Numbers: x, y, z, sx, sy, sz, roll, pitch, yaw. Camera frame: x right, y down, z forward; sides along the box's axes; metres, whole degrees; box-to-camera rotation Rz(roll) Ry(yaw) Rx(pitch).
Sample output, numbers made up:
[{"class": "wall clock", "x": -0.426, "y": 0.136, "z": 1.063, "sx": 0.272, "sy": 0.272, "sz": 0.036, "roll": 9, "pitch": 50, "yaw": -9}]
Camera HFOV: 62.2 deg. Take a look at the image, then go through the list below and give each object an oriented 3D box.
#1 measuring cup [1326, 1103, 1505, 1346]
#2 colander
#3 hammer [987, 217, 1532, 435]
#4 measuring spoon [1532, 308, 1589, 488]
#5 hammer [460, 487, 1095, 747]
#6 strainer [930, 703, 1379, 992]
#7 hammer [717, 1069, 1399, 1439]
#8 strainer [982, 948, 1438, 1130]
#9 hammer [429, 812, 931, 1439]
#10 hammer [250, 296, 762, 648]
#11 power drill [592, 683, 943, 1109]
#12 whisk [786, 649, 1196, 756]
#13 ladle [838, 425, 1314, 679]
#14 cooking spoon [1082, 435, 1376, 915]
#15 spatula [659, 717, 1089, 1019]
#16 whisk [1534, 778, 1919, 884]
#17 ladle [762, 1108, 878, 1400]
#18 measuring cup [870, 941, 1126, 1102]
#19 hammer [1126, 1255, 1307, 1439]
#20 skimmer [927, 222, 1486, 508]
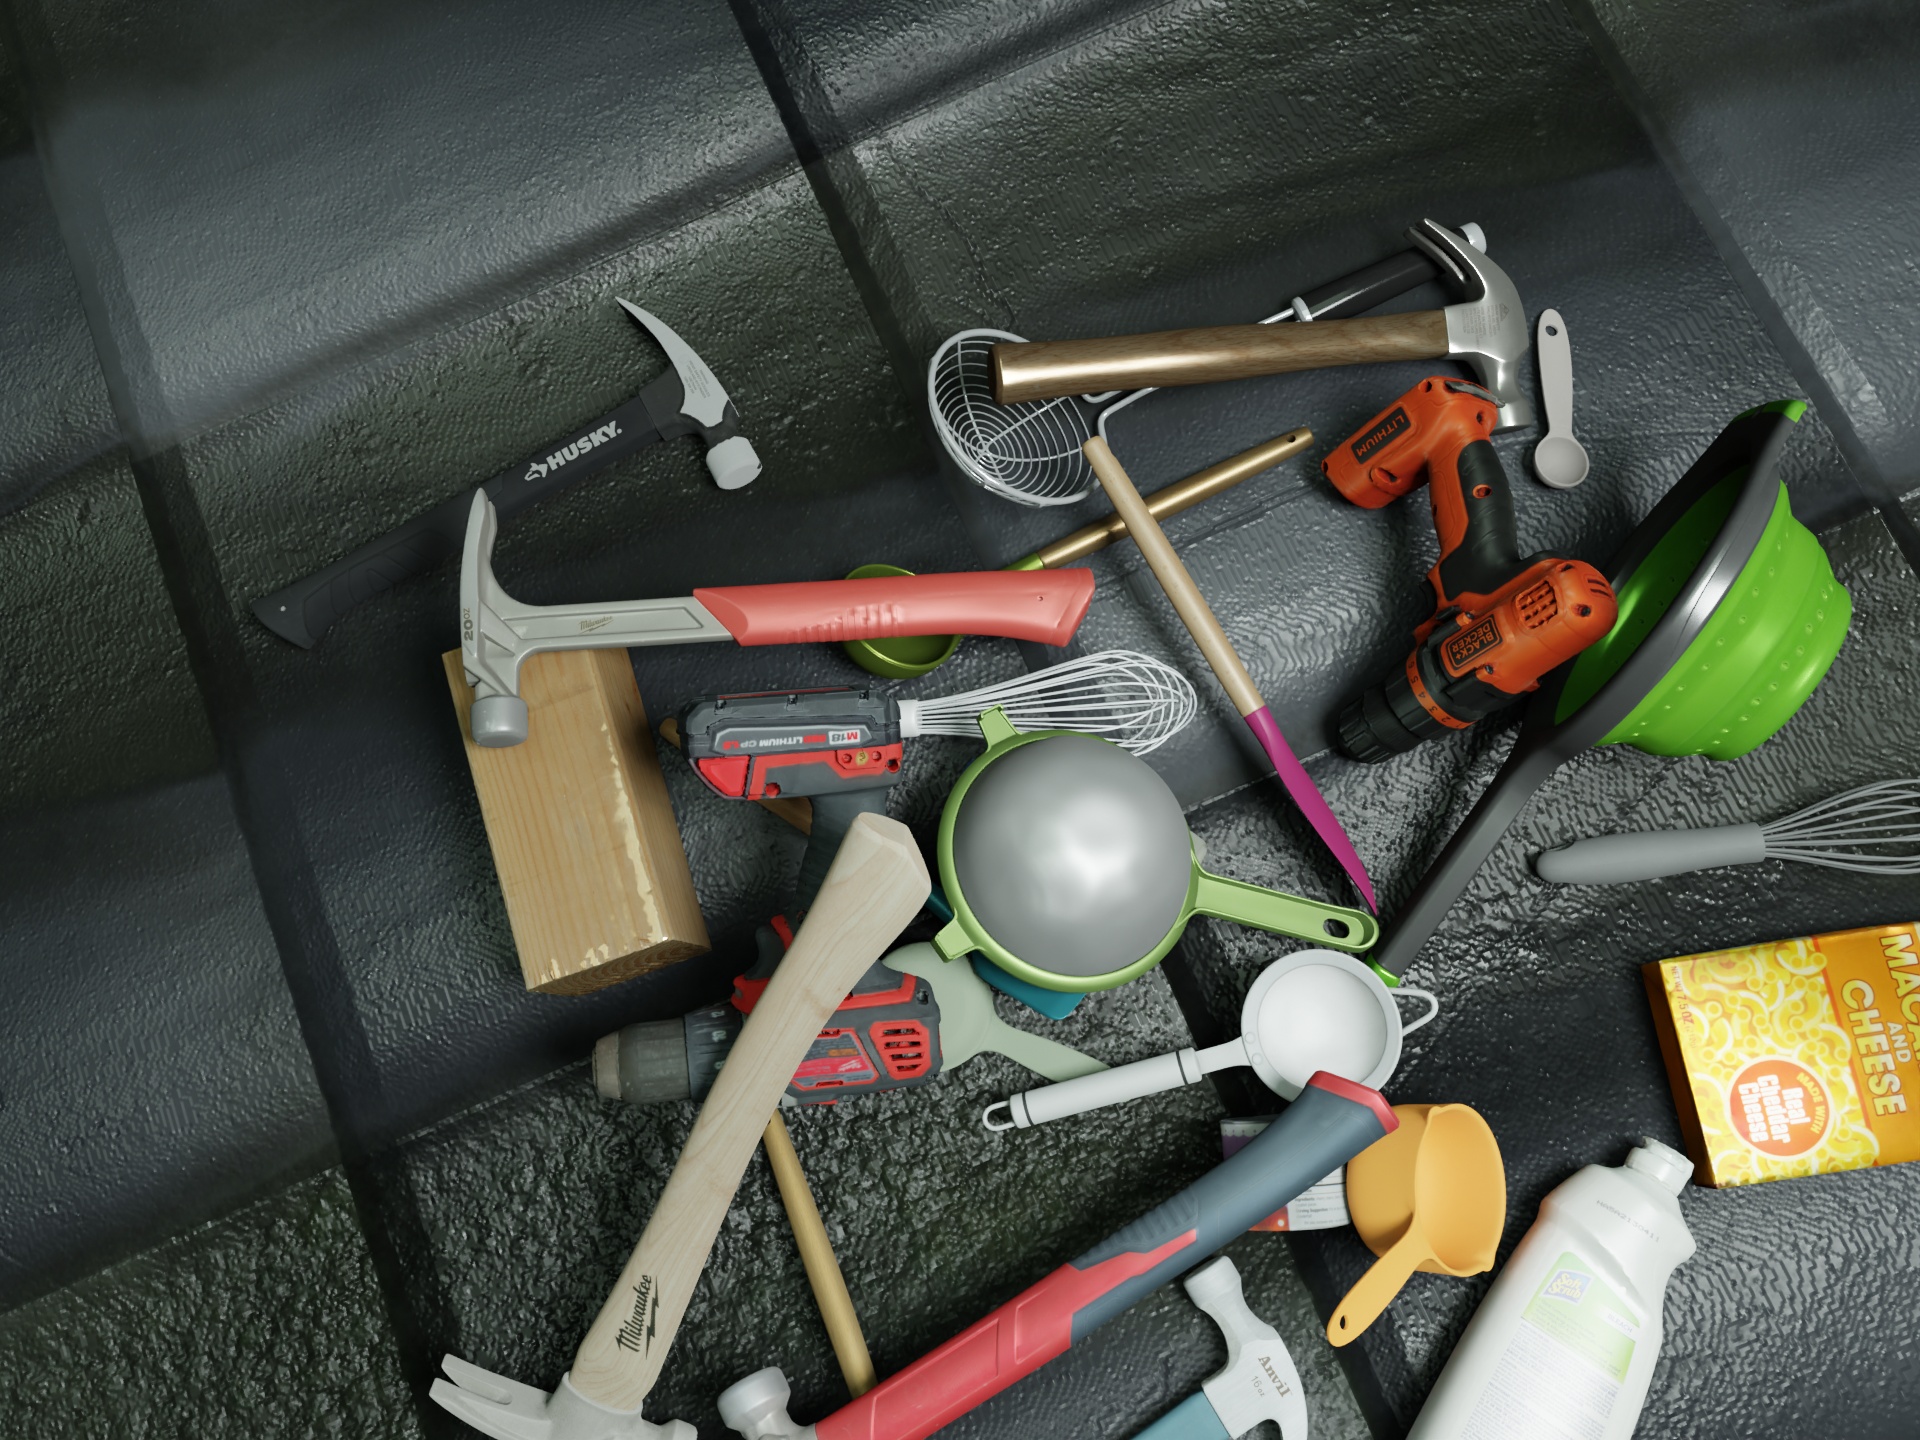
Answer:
[{"class": "measuring cup", "x": 0.219, "y": 0.265, "z": 0.825, "sx": 0.173, "sy": 0.052, "sz": 0.095, "roll": -28, "pitch": 100, "yaw": -40}, {"class": "colander", "x": 0.355, "y": 0.022, "z": 0.861, "sx": 0.094, "sy": 0.204, "sz": 0.397, "roll": 33, "pitch": 101, "yaw": 5}, {"class": "hammer", "x": 0.179, "y": -0.222, "z": 0.941, "sx": 0.331, "sy": 0.031, "sz": 0.130, "roll": -7, "pitch": 90, "yaw": -10}, {"class": "measuring spoon", "x": 0.365, "y": -0.197, "z": 0.980, "sx": 0.034, "sy": 0.018, "sz": 0.124, "roll": 6, "pitch": 71, "yaw": -6}, {"class": "hammer", "x": -0.103, "y": -0.070, "z": 0.916, "sx": 0.359, "sy": 0.036, "sz": 0.149, "roll": -4, "pitch": 75, "yaw": -3}, {"class": "strainer", "x": 0.117, "y": 0.080, "z": 0.863, "sx": 0.256, "sy": 0.069, "sz": 0.152, "roll": 15, "pitch": 66, "yaw": -7}, {"class": "hammer", "x": 0.065, "y": 0.313, "z": 0.818, "sx": 0.386, "sy": 0.038, "sz": 0.143, "roll": -33, "pitch": 66, "yaw": 2}, {"class": "strainer", "x": 0.135, "y": 0.188, "z": 0.885, "sx": 0.258, "sy": 0.050, "sz": 0.087, "roll": -17, "pitch": 82, "yaw": 8}, {"class": "hammer", "x": -0.135, "y": 0.223, "z": 0.825, "sx": 0.146, "sy": 0.038, "sz": 0.410, "roll": 25, "pitch": 105, "yaw": -9}, {"class": "hammer", "x": -0.306, "y": -0.145, "z": 1.030, "sx": 0.335, "sy": 0.035, "sz": 0.146, "roll": -29, "pitch": 77, "yaw": 0}, {"class": "power drill", "x": -0.109, "y": 0.099, "z": 0.857, "sx": 0.188, "sy": 0.080, "sz": 0.226, "roll": -4, "pitch": 94, "yaw": -9}, {"class": "whisk", "x": -0.001, "y": -0.002, "z": 0.957, "sx": 0.284, "sy": 0.070, "sz": 0.070, "roll": -4, "pitch": 77, "yaw": 11}, {"class": "ladle", "x": 0.072, "y": -0.113, "z": 0.971, "sx": 0.320, "sy": 0.062, "sz": 0.078, "roll": -25, "pitch": 69, "yaw": -3}, {"class": "cooking spoon", "x": 0.156, "y": -0.028, "z": 0.916, "sx": 0.017, "sy": 0.068, "sz": 0.319, "roll": -31, "pitch": 84, "yaw": 8}, {"class": "spatula", "x": -0.053, "y": 0.073, "z": 0.939, "sx": 0.318, "sy": 0.044, "sz": 0.082, "roll": 30, "pitch": 60, "yaw": 17}, {"class": "whisk", "x": 0.446, "y": 0.070, "z": 0.892, "sx": 0.239, "sy": 0.055, "sz": 0.055, "roll": -8, "pitch": 77, "yaw": 9}, {"class": "ladle", "x": -0.059, "y": 0.355, "z": 0.874, "sx": 0.069, "sy": 0.031, "sz": 0.316, "roll": -25, "pitch": 67, "yaw": 3}, {"class": "measuring cup", "x": 0.021, "y": 0.182, "z": 0.916, "sx": 0.167, "sy": 0.038, "sz": 0.083, "roll": 21, "pitch": 80, "yaw": 13}, {"class": "hammer", "x": 0.042, "y": 0.436, "z": 0.860, "sx": 0.331, "sy": 0.033, "sz": 0.128, "roll": -33, "pitch": 75, "yaw": -2}, {"class": "skimmer", "x": 0.156, "y": -0.237, "z": 0.970, "sx": 0.363, "sy": 0.090, "sz": 0.127, "roll": -23, "pitch": 75, "yaw": 0}]
